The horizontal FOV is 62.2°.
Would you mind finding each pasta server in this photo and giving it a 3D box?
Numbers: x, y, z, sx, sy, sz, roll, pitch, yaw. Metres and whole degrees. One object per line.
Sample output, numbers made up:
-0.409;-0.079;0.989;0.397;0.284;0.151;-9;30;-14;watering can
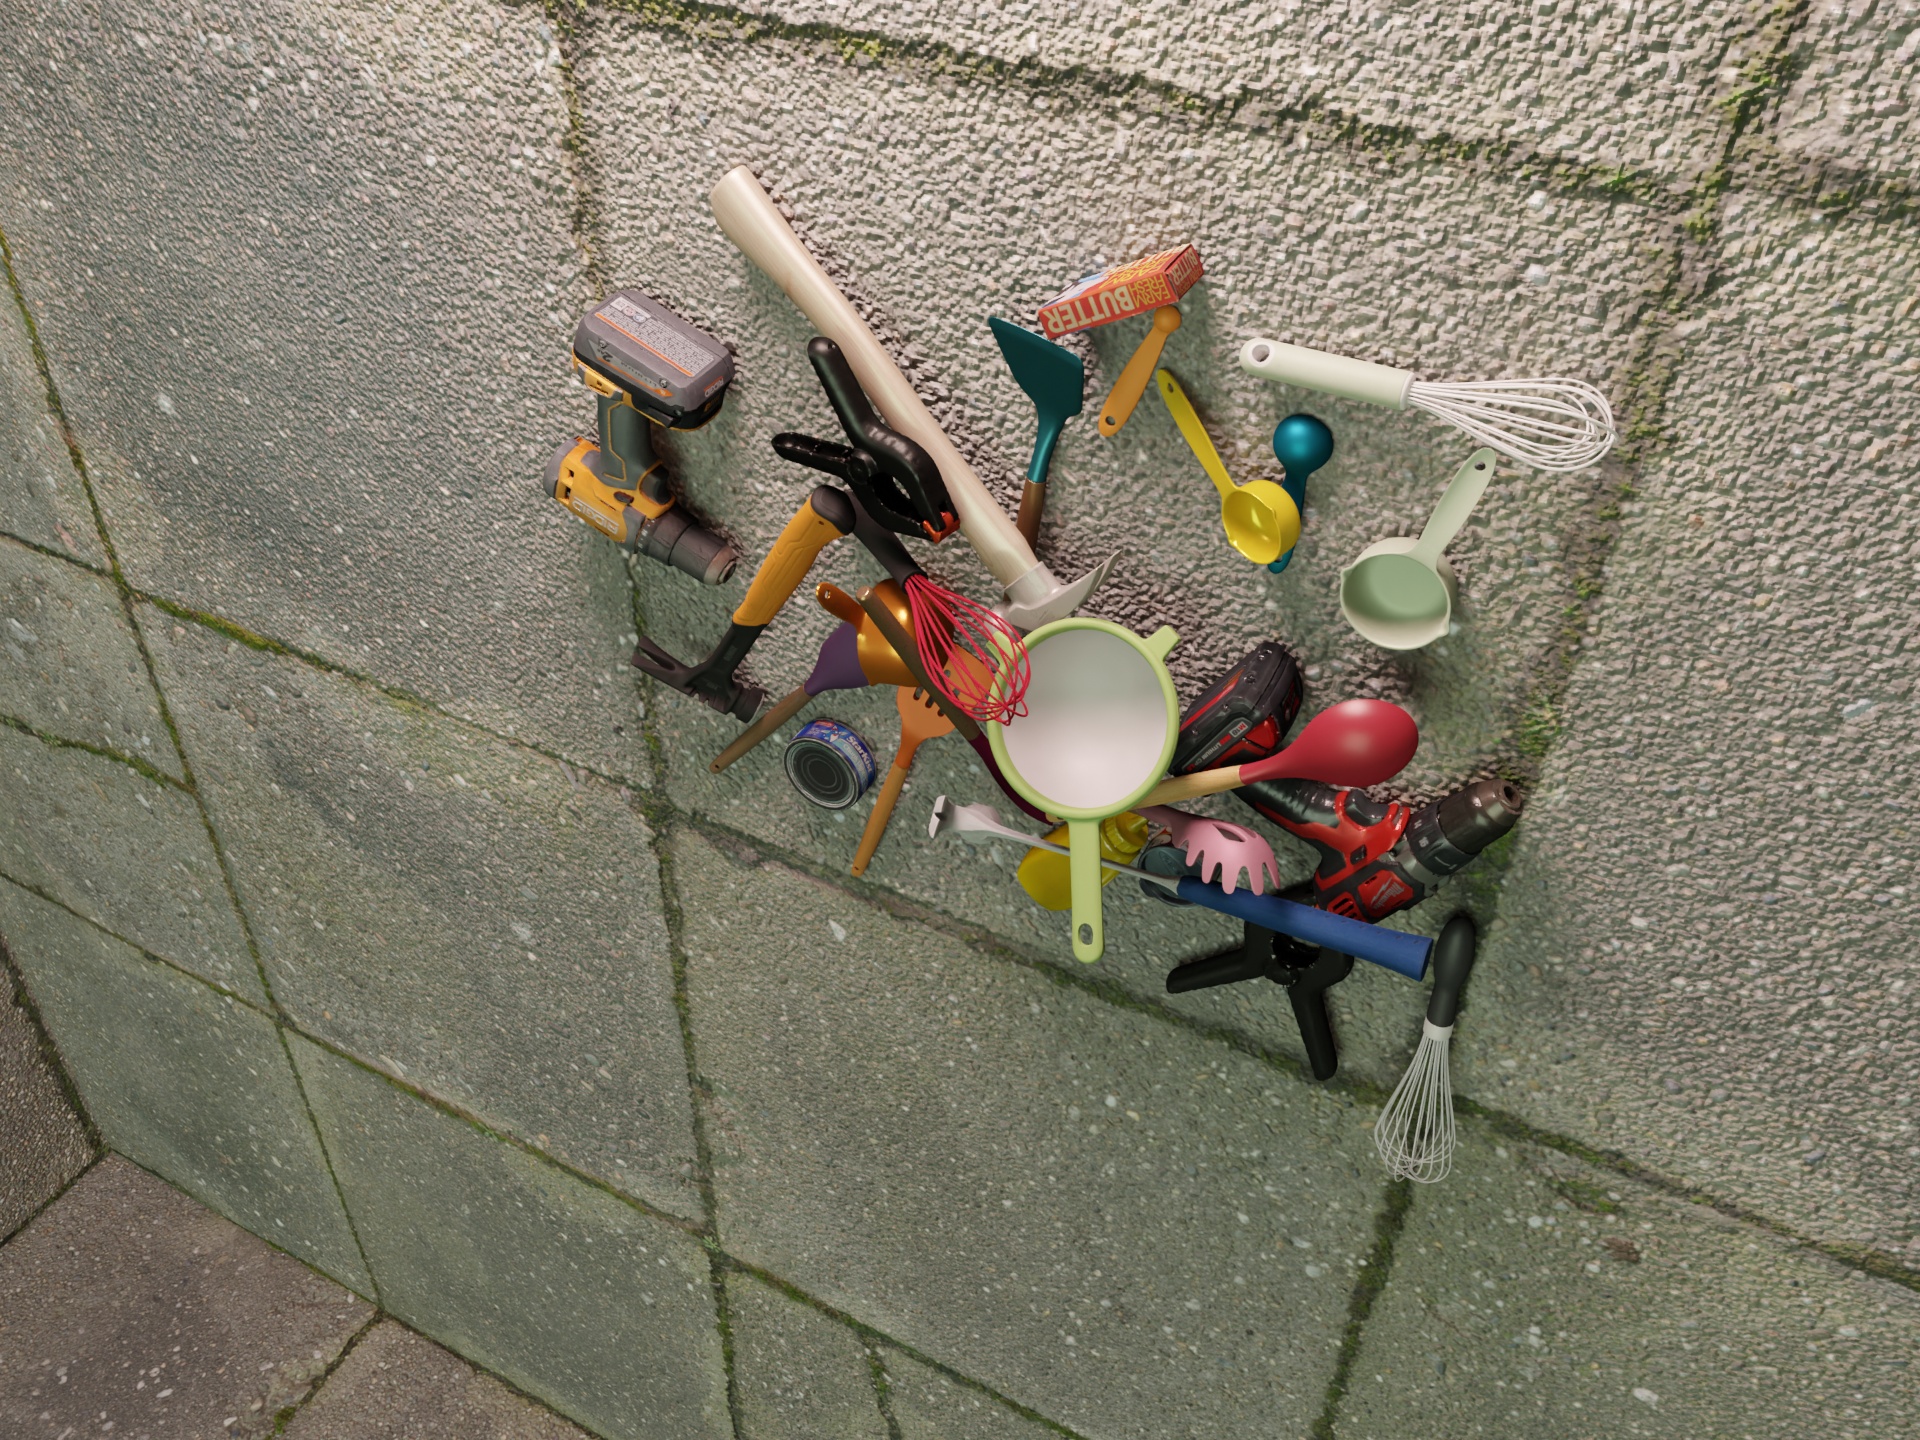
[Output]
0.127;0.069;1.272;0.316;0.060;0.040;21;115;48;pasta server

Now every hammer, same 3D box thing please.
-0.178;-0.103;1.362;0.127;0.034;0.336;28;145;-13;hammer
-0.043;-0.242;1.185;0.410;0.038;0.146;53;144;-4;hammer
0.161;0.127;1.244;0.406;0.144;0.035;15;88;22;hammer

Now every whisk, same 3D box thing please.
0.293;-0.208;1.013;0.246;0.059;0.058;20;90;25;whisk
0.387;0.275;1.310;0.070;0.070;0.284;16;124;24;whisk
-0.027;-0.095;1.214;0.296;0.073;0.073;53;148;41;whisk

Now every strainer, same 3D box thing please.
0.102;0.051;1.200;0.151;0.069;0.256;-1;92;25;strainer

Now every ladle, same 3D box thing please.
0.187;0.043;1.174;0.315;0.031;0.069;-16;115;40;ladle

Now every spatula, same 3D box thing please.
0.046;-0.160;1.212;0.082;0.044;0.317;31;137;23;spatula
-0.151;-0.016;1.473;0.059;0.018;0.316;49;134;-7;spatula
-0.053;0.047;1.455;0.081;0.041;0.322;34;139;8;spatula

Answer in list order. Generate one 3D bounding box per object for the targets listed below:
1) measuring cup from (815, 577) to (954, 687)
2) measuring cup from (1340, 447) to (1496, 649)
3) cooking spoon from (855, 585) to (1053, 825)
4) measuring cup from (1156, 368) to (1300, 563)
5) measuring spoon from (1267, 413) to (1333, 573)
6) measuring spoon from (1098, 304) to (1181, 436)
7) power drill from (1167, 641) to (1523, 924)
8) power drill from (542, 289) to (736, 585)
-0.057;-0.079;1.270;0.052;0.173;0.095;10;83;23;measuring cup
0.317;-0.121;1.067;0.083;0.038;0.167;31;133;10;measuring cup
-0.002;-0.004;1.298;0.069;0.017;0.318;32;165;46;cooking spoon
0.187;-0.182;1.111;0.156;0.029;0.062;60;156;4;measuring cup
0.228;-0.152;1.111;0.042;0.021;0.128;21;132;19;measuring spoon
0.123;-0.243;1.120;0.021;0.011;0.116;35;135;6;measuring spoon
0.284;0.047;1.190;0.226;0.080;0.188;41;136;-4;power drill
-0.255;-0.225;1.343;0.185;0.084;0.226;34;139;5;power drill
